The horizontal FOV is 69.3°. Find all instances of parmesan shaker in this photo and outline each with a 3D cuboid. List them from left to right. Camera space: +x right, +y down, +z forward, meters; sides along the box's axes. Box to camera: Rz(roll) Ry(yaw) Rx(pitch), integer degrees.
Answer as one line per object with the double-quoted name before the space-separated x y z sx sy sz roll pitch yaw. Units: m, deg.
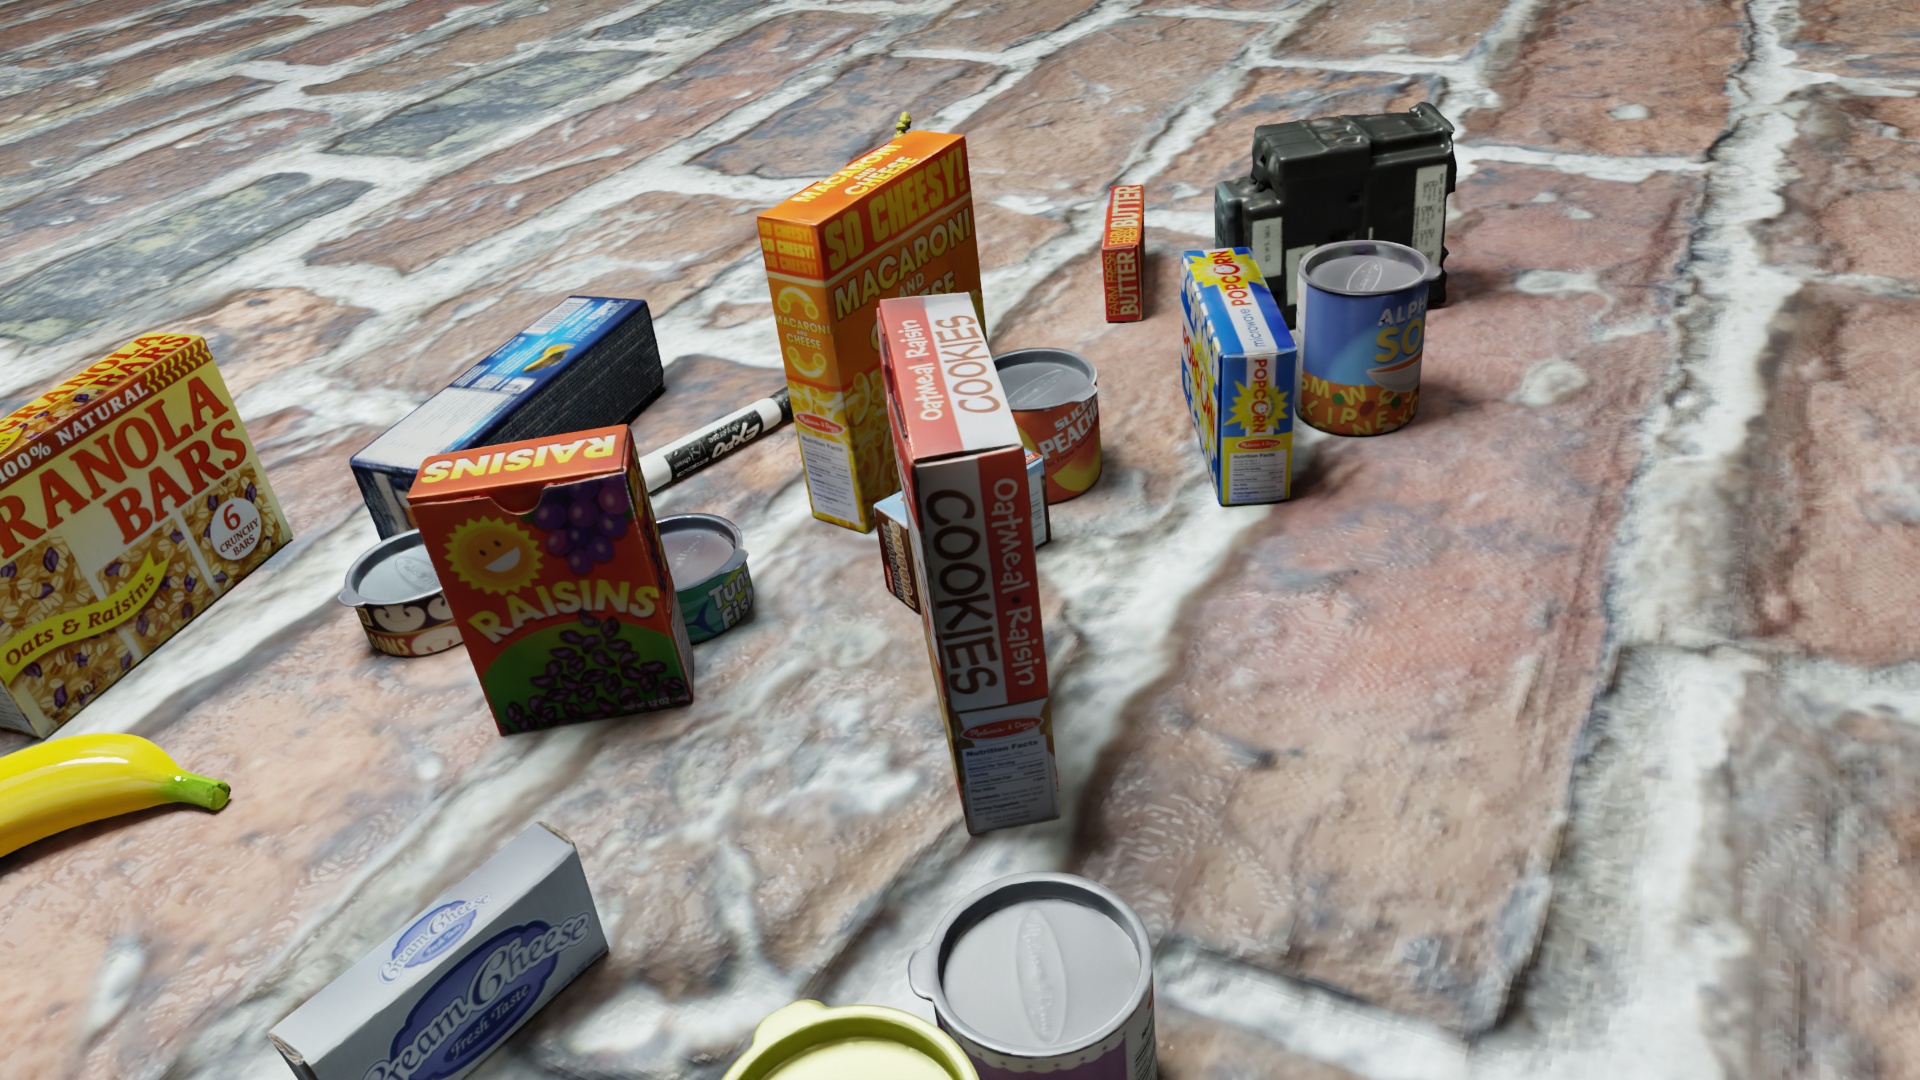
"parmesan shaker" -0.023 0.173 0.345 0.071 0.102 0.072 -5 34 3

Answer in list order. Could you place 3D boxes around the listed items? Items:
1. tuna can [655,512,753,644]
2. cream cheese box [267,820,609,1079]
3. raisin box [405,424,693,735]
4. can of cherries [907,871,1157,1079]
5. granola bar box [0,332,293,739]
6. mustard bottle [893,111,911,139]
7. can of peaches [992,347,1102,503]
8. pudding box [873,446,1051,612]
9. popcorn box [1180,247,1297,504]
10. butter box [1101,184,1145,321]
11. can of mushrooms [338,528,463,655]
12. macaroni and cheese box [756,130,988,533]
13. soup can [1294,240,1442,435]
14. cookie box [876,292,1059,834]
"tuna can" -0.130 0.018 0.656 0.071 0.032 0.071 -5 34 3
"cream cheese box" -0.166 0.146 0.456 0.024 0.053 0.104 19 42 34
"raisin box" -0.167 0.018 0.582 0.086 0.122 0.040 -9 34 -2
"can of cherries" 0.023 0.144 0.419 0.071 0.058 0.072 -5 34 3
"granola bar box" -0.413 -0.008 0.664 0.039 0.123 0.166 6 36 19
"mustard bottle" -0.027 -0.163 0.790 0.065 0.159 0.049 0 34 11
"can of peaches" 0.041 -0.058 0.715 0.071 0.057 0.071 -5 34 3
"pudding box" 0.002 -0.008 0.655 0.084 0.049 0.030 -29 39 -28
"popcorn box" 0.141 -0.087 0.714 0.038 0.084 0.127 -5 34 3
"butter box" 0.106 -0.186 0.895 0.024 0.052 0.104 -1 34 10
"can of mushrooms" -0.260 0.024 0.670 0.071 0.033 0.071 -5 34 3
"macaroni and cheese box" -0.038 -0.106 0.703 0.040 0.165 0.124 16 40 31
"soup can" 0.212 -0.106 0.730 0.071 0.083 0.072 -5 34 3
"cookie box" 0.001 0.007 0.529 0.040 0.166 0.123 -10 34 -4
